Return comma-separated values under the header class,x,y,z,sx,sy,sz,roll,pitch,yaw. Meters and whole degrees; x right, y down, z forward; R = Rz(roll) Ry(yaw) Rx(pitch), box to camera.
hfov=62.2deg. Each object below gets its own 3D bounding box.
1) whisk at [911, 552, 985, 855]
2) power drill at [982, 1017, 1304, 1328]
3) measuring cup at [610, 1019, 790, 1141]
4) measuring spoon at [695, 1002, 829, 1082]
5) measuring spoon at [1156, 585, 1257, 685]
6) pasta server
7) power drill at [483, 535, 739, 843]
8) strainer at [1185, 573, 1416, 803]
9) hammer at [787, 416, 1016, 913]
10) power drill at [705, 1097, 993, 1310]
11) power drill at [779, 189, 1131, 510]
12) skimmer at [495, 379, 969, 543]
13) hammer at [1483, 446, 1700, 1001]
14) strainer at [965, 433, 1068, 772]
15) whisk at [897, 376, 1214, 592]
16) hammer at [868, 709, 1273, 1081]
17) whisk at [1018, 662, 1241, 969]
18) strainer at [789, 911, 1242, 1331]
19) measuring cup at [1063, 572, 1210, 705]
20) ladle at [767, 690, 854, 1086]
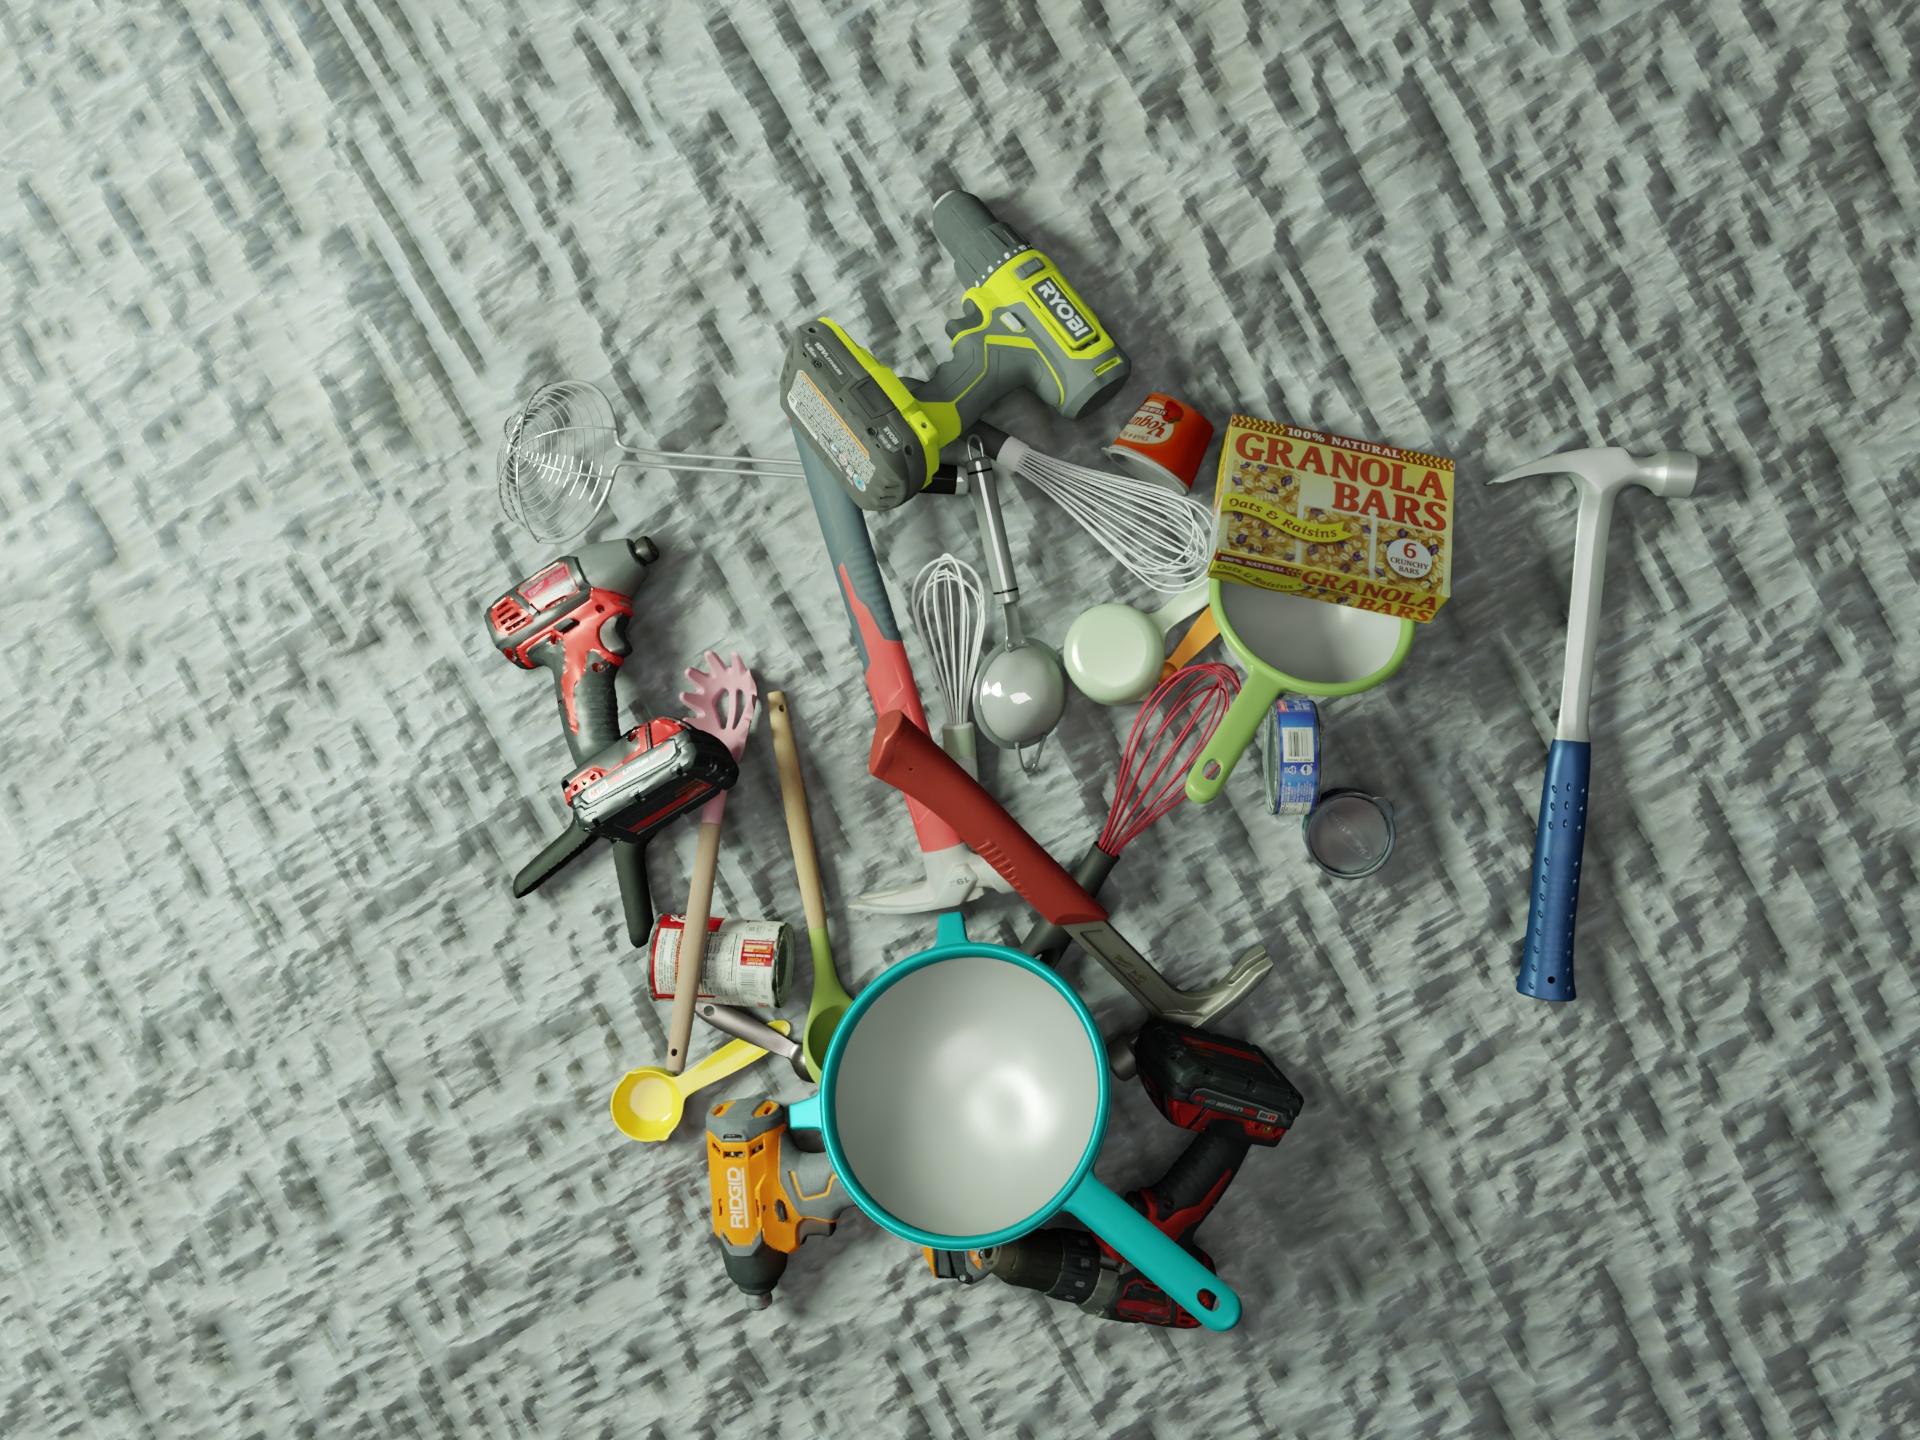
class,x,y,z,sx,sy,sz,roll,pitch,yaw
whisk,-0.002,-0.004,1.211,0.057,0.059,0.246,-8,99,-21
power drill,0.134,0.341,1.179,0.187,0.080,0.226,18,101,-20
measuring cup,-0.205,0.280,1.270,0.156,0.029,0.062,-29,93,-4
measuring spoon,-0.155,0.250,1.251,0.124,0.018,0.034,27,87,-5
measuring spoon,0.189,-0.072,1.202,0.021,0.011,0.117,42,94,12
pasta server,-0.195,0.104,1.202,0.060,0.040,0.316,2,76,17
power drill,-0.260,-0.031,1.197,0.143,0.078,0.220,-31,70,8
strainer,0.220,-0.032,1.130,0.151,0.069,0.256,31,64,9
hammer,-0.070,-0.043,1.184,0.143,0.038,0.386,-14,98,25
power drill,-0.084,0.380,1.234,0.226,0.084,0.164,-2,95,11
power drill,-0.014,-0.268,1.134,0.228,0.080,0.190,-35,83,-25
skimmer,-0.177,-0.190,1.221,0.363,0.090,0.127,3,85,-4
hammer,0.443,0.003,1.167,0.144,0.035,0.405,4,95,5
strainer,0.036,-0.084,1.180,0.087,0.050,0.258,-18,100,-29
whisk,0.066,-0.181,1.182,0.284,0.070,0.070,31,97,10
hammer,0.070,0.114,1.146,0.149,0.037,0.358,-40,114,9
whisk,0.120,0.082,1.199,0.073,0.073,0.296,32,103,3
strainer,0.059,0.305,1.114,0.341,0.095,0.211,35,82,25
measuring cup,0.150,-0.077,1.185,0.167,0.038,0.083,-36,79,6
ladle,-0.108,0.134,1.228,0.062,0.078,0.320,-11,89,52
